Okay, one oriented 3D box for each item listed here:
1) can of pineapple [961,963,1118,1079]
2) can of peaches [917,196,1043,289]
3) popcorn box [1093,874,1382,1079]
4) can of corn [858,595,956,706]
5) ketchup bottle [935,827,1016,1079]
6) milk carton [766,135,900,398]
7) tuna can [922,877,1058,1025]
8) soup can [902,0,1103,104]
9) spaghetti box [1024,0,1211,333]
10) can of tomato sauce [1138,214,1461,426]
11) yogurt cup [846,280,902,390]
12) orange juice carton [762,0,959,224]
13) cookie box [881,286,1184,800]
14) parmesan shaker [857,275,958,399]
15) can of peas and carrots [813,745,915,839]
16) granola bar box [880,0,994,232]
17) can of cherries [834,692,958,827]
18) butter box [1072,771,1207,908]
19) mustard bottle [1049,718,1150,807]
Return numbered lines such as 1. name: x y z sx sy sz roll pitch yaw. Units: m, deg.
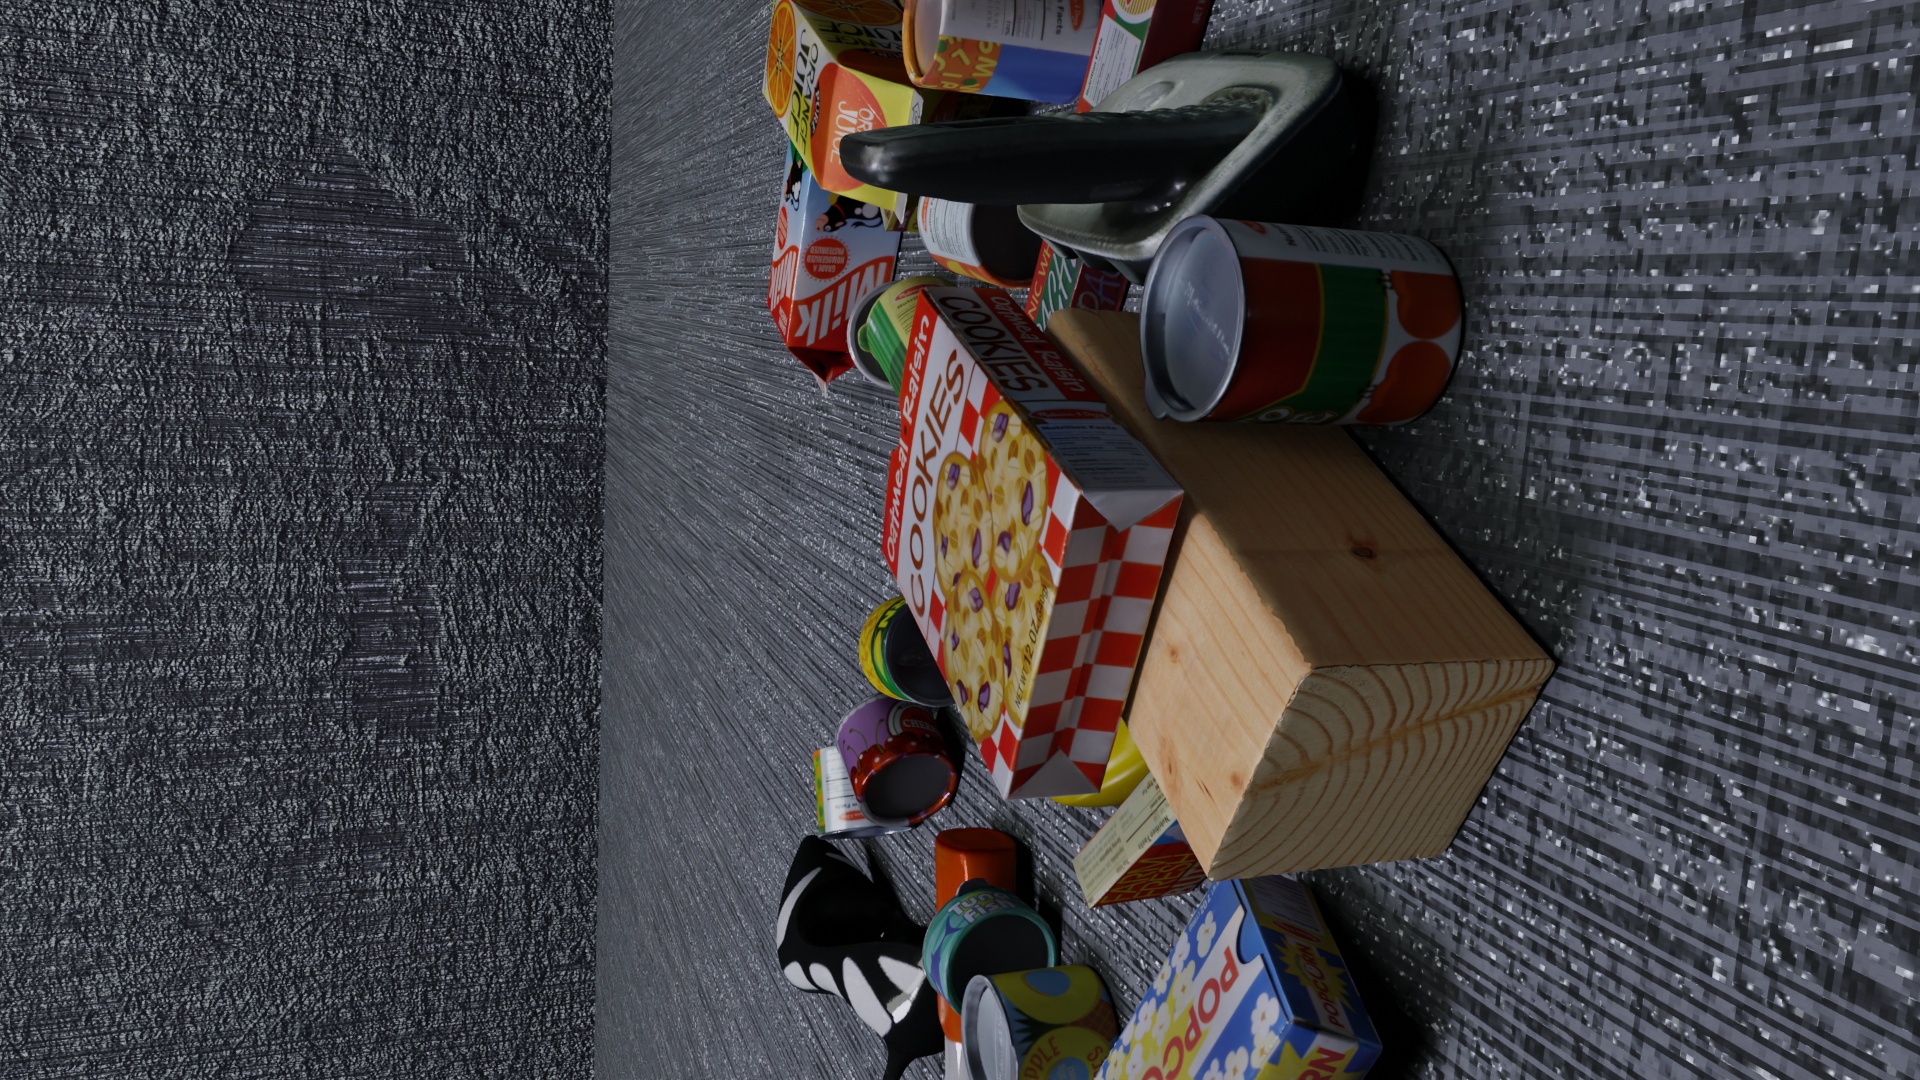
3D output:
1. can of pineapple: 0.039 0.246 0.683 0.071 0.058 0.071 -179 89 -69
2. can of peaches: 0.022 -0.166 0.717 0.058 0.071 0.071 34 121 59
3. popcorn box: 0.093 0.193 0.502 0.085 0.038 0.126 -98 31 -66
4. can of corn: -0.023 0.062 0.831 0.058 0.071 0.071 171 99 -69
5. ketchup bottle: 0.009 0.241 0.782 0.064 0.043 0.148 180 90 -75
6. milk carton: -0.092 -0.202 1.003 0.072 0.073 0.189 -118 34 -50
7. tuna can: 0.016 0.217 0.731 0.033 0.071 0.071 -167 77 -67
8. soup can: 0.019 -0.256 0.699 0.071 0.084 0.071 -179 89 -69
9. spaghetti box: 0.069 -0.172 0.646 0.050 0.029 0.248 -117 34 -50
10. can of tomato sauce: 0.111 -0.069 0.461 0.071 0.083 0.071 -179 89 -69
11. yogurt cup: -0.042 -0.131 0.889 0.054 0.072 0.072 -149 61 -75
12. orange juice carton: -0.055 -0.254 0.797 0.193 0.073 0.071 -118 34 -48
13. cookie box: 0.016 -0.007 0.513 0.168 0.040 0.122 -120 35 -53
14. parmesan shaker: -0.012 -0.099 0.798 0.103 0.071 0.071 -117 34 -49
15. can of peas and carrots: -0.066 0.171 0.948 0.070 0.071 0.059 139 129 -63
16. granola bar box: -0.019 -0.292 0.859 0.164 0.039 0.124 120 143 -53
17. can of cherries: -0.039 0.136 0.878 0.058 0.071 0.071 -119 35 -51
18. butter box: 0.088 0.117 0.563 0.103 0.053 0.024 116 144 -50
19. mustard bottle: 0.079 0.074 0.591 0.159 0.049 0.065 139 127 -62
